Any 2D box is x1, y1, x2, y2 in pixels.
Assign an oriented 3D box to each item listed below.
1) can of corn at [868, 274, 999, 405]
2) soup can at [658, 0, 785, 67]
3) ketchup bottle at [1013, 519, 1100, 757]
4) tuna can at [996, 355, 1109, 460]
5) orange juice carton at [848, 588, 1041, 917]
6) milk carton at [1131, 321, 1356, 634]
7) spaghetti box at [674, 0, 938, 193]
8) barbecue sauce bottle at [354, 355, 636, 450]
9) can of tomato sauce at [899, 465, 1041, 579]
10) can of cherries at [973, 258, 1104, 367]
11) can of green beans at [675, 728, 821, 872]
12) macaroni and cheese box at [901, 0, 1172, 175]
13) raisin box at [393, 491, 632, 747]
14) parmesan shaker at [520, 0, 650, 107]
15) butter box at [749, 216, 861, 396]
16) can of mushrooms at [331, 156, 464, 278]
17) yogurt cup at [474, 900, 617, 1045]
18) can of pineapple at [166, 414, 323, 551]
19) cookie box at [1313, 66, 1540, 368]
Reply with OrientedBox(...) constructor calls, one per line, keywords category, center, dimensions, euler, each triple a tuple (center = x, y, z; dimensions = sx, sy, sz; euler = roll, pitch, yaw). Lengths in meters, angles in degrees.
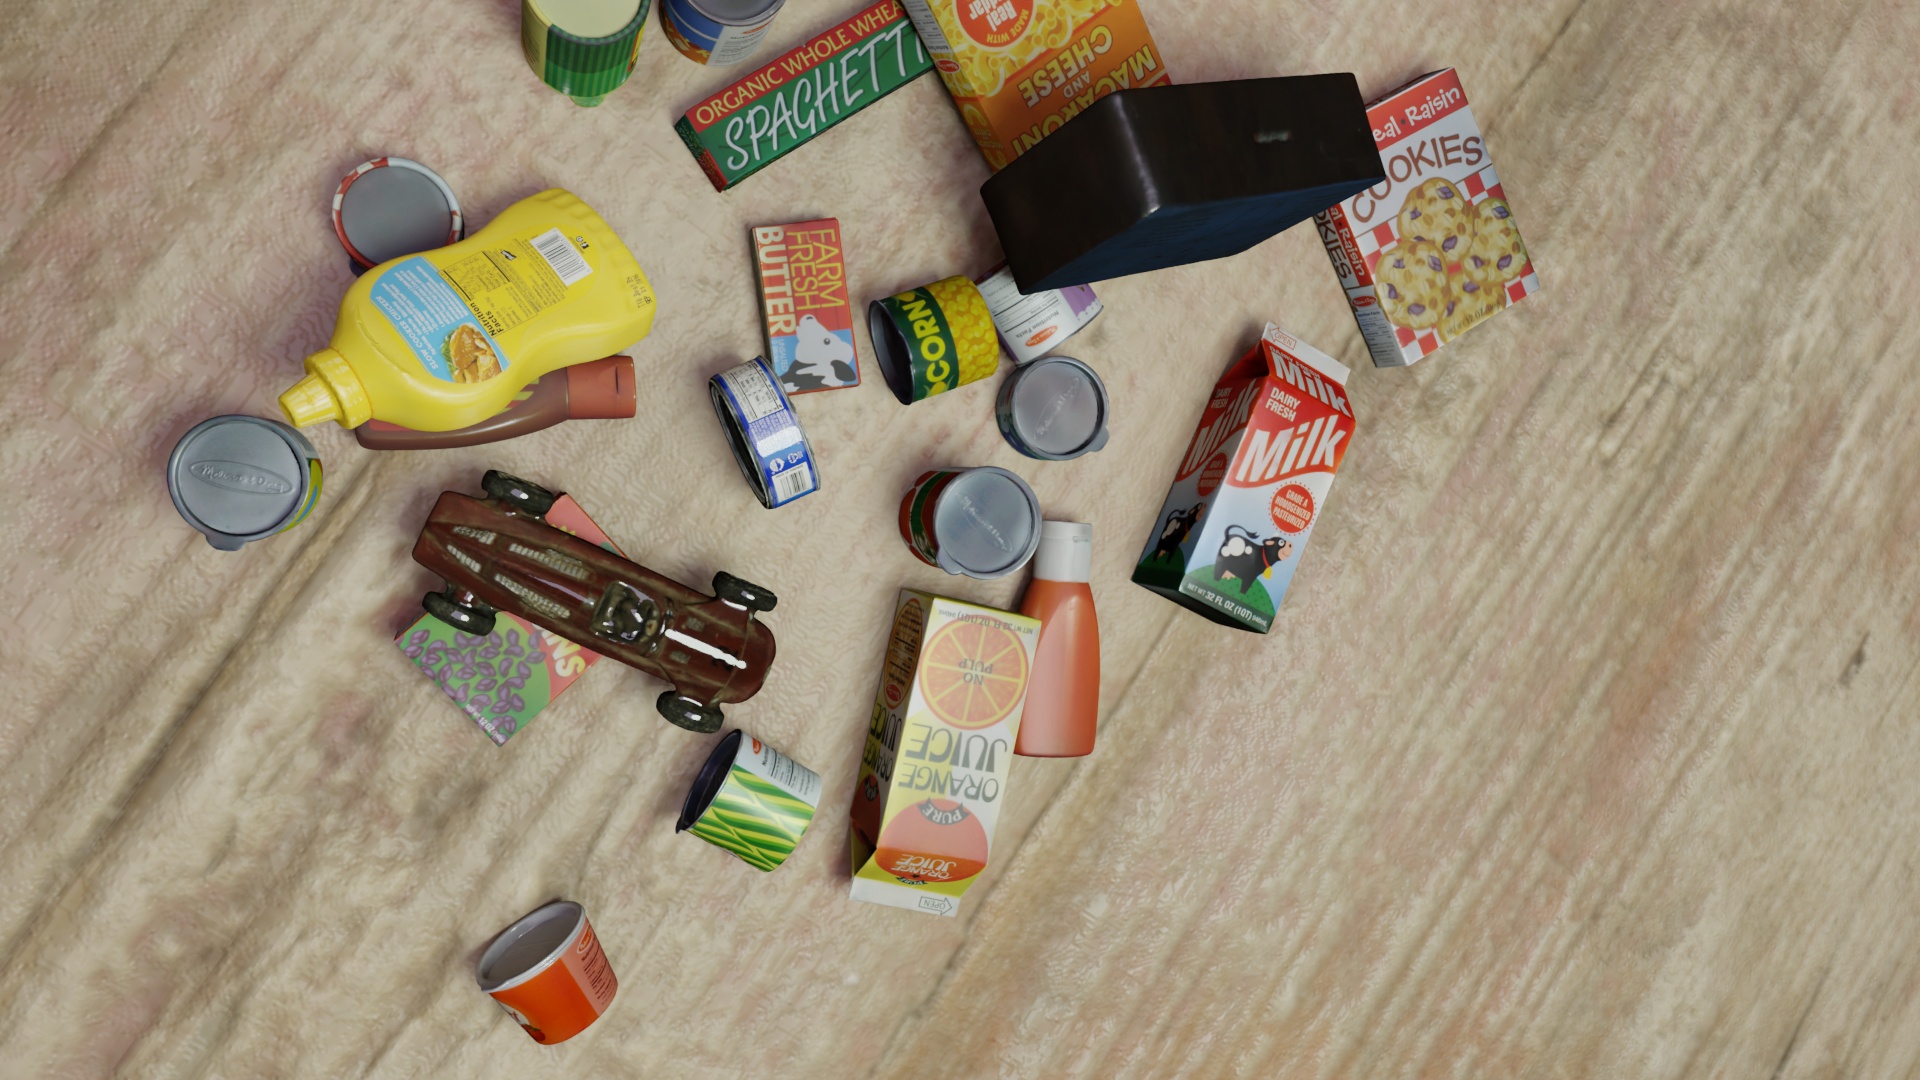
OrientedBox(category="can of corn", center=(-0.016, -0.122, 0.839), dimensions=(0.058, 0.071, 0.071), euler=(-21, 99, -16))
OrientedBox(category="soup can", center=(-0.136, -0.314, 0.786), dimensions=(0.071, 0.084, 0.071), euler=(-1, 93, -17))
OrientedBox(category="ketchup bottle", center=(0.061, 0.062, 0.884), dimensions=(0.065, 0.043, 0.148), euler=(5, 91, -32))
OrientedBox(category="tuna can", center=(0.060, -0.082, 0.884), dimensions=(0.071, 0.033, 0.071), euler=(-1, 93, -17))
OrientedBox(category="orange juice carton", center=(-0.015, 0.131, 0.849), dimensions=(0.072, 0.073, 0.192), euler=(13, 89, -18))
OrientedBox(category="milk carton", center=(0.191, -0.042, 0.906), dimensions=(0.072, 0.073, 0.190), euler=(26, 84, -16))
OrientedBox(category="spaghetti box", center=(-0.054, -0.294, 0.842), dimensions=(0.251, 0.028, 0.050), euler=(-35, 102, -13))
OrientedBox(category="barbecue sauce bottle", center=(-0.259, -0.084, 0.778), dimensions=(0.149, 0.043, 0.065), euler=(-3, 82, -18))
OrientedBox(category="can of tomato sauce", center=(0.003, -0.011, 0.843), dimensions=(0.071, 0.083, 0.071), euler=(-1, 93, -17))
OrientedBox(category="can of cherries", center=(0.046, -0.150, 0.862), dimensions=(0.071, 0.071, 0.058), euler=(-39, 102, -12))
OrientedBox(category="can of green beans", center=(-0.123, 0.154, 0.820), dimensions=(0.058, 0.071, 0.071), euler=(33, 83, -17))
OrientedBox(category="macaroni and cheese box", center=(0.050, -0.302, 0.844), dimensions=(0.124, 0.040, 0.166), euler=(-39, 120, -11))
OrientedBox(category="raisin box", center=(-0.243, 0.043, 0.792), dimensions=(0.123, 0.040, 0.086), euler=(-43, 104, -10))
OrientedBox(category="parmesan shaker", center=(-0.204, -0.284, 0.756), dimensions=(0.071, 0.103, 0.071), euler=(-1, 93, -17))
OrientedBox(category="butter box", center=(-0.094, -0.140, 0.838), dimensions=(0.053, 0.024, 0.103), euler=(-9, 95, -16))
OrientedBox(category="can of mushrooms", center=(-0.310, -0.174, 0.765), dimensions=(0.071, 0.033, 0.071), euler=(-1, 93, -18))
OrientedBox(category="yogurt cup", center=(-0.232, 0.248, 0.792), dimensions=(0.072, 0.072, 0.053), euler=(-31, 109, -14))
OrientedBox(category="can of pineapple", center=(-0.378, -0.032, 0.736), dimensions=(0.071, 0.058, 0.071), euler=(-1, 93, -17))
OrientedBox(category="cookie box", center=(0.311, -0.221, 0.954), dimensions=(0.123, 0.040, 0.167), euler=(-29, 101, -14))
